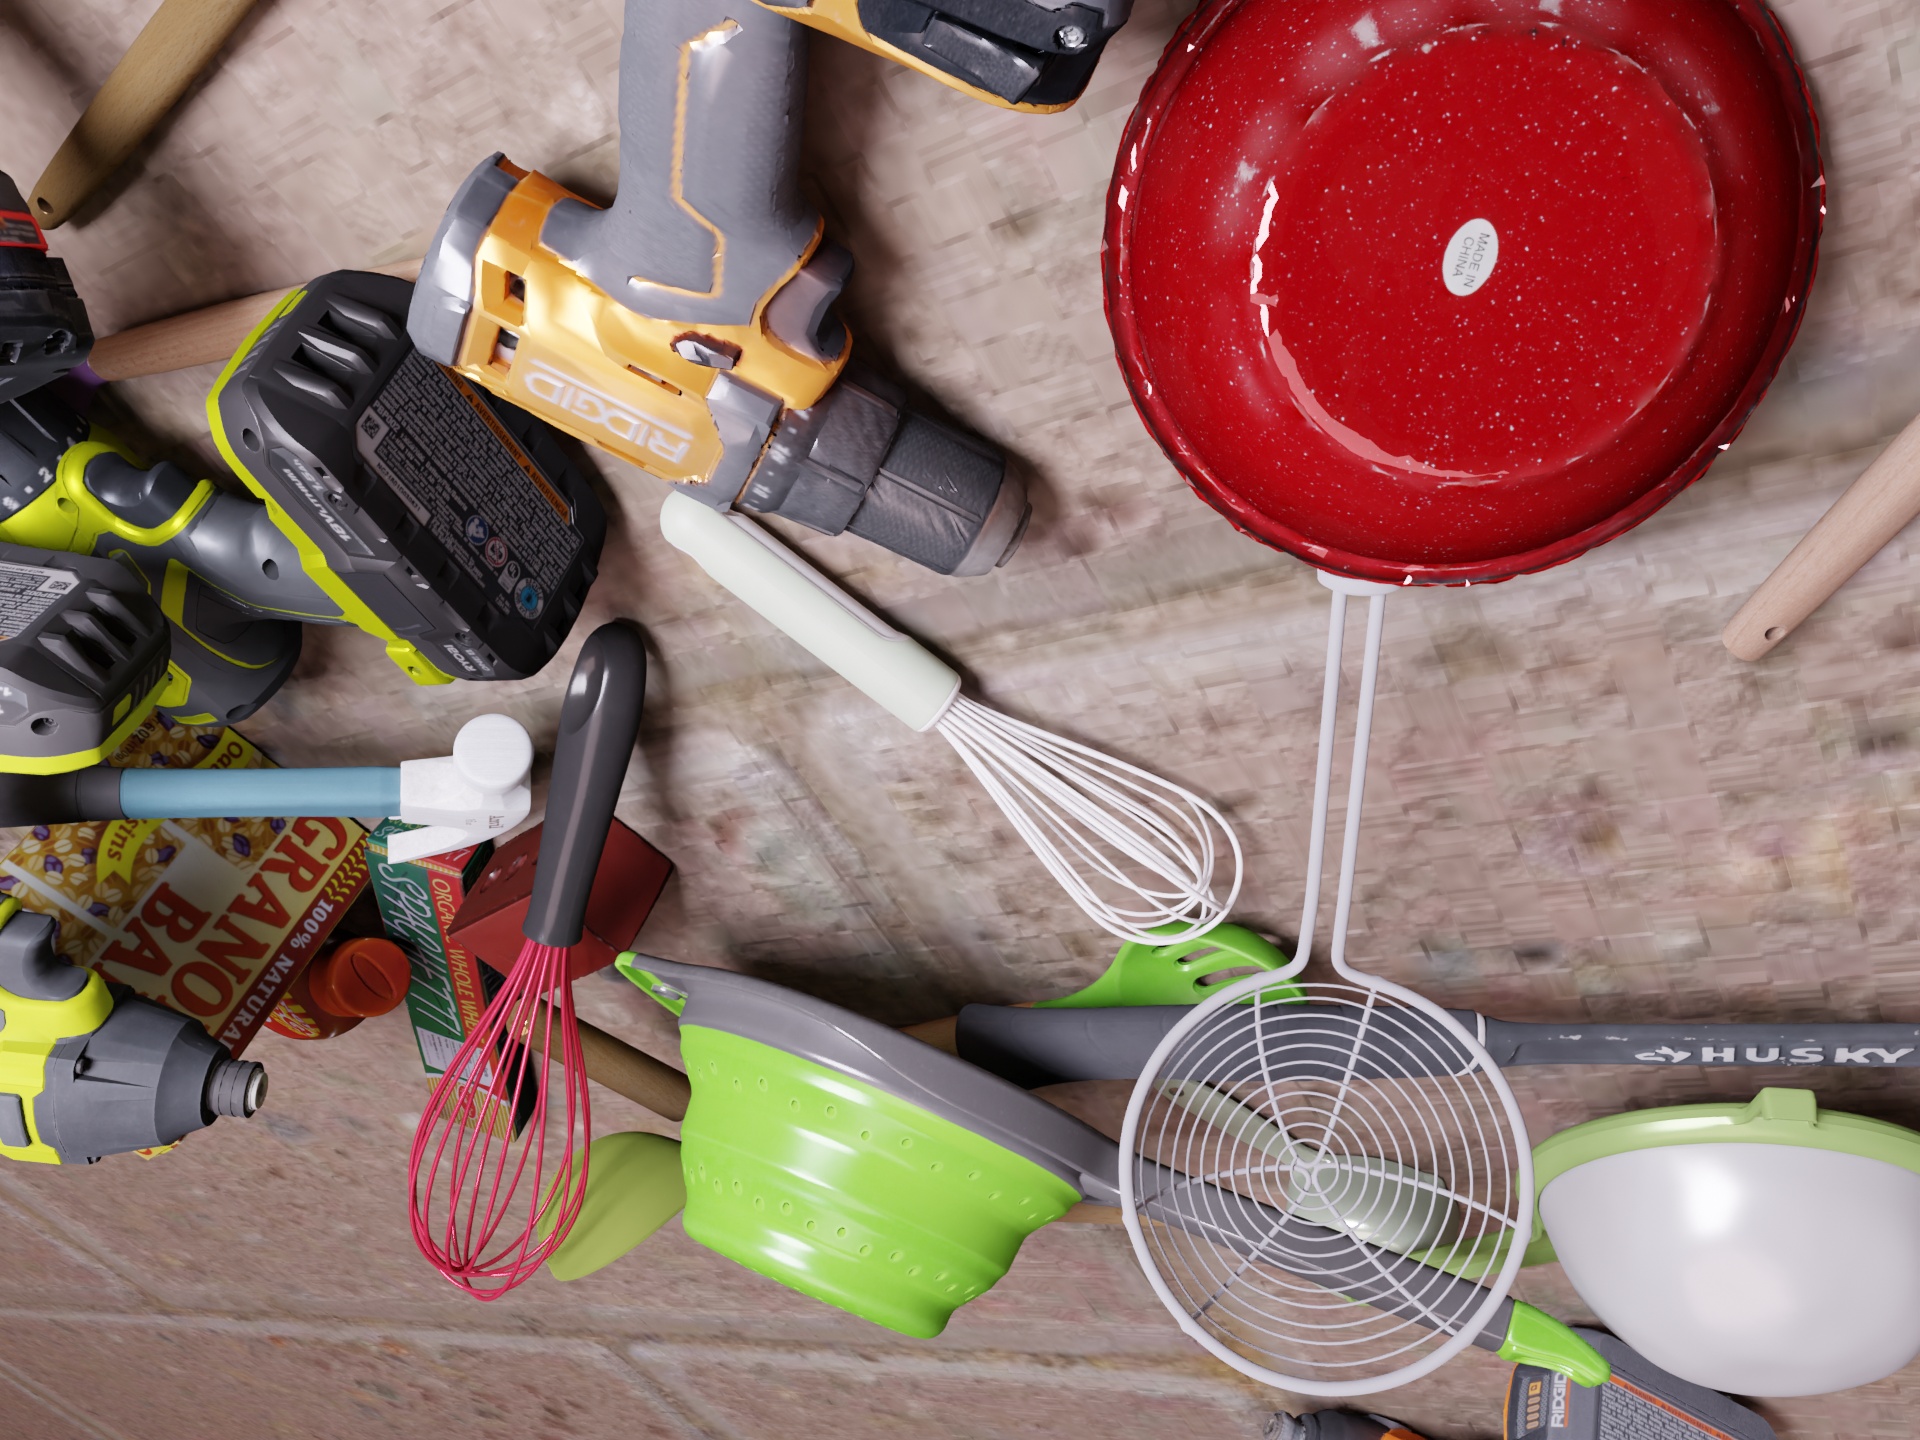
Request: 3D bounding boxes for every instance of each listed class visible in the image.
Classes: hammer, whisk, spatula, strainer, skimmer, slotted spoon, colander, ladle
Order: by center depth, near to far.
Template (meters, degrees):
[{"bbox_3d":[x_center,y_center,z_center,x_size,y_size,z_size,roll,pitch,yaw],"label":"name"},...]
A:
[{"bbox_3d":[-0.189,-0.209,0.430,0.315,0.031,0.069,-20,121,39],"label":"ladle"},{"bbox_3d":[0.109,0.028,0.436,0.127,0.090,0.363,1,119,6],"label":"skimmer"},{"bbox_3d":[0.193,0.110,0.545,0.409,0.036,0.149,-4,142,21],"label":"hammer"},{"bbox_3d":[-0.001,-0.002,0.552,0.246,0.058,0.059,37,101,-11],"label":"whisk"},{"bbox_3d":[-0.280,-0.128,0.555,0.316,0.018,0.059,-4,144,27],"label":"spatula"},{"bbox_3d":[0.241,0.213,0.585,0.151,0.069,0.256,30,140,-24],"label":"strainer"},{"bbox_3d":[0.032,0.203,0.605,0.397,0.094,0.204,17,159,19],"label":"colander"},{"bbox_3d":[-0.338,0.028,0.615,0.331,0.033,0.128,1,163,-16],"label":"hammer"},{"bbox_3d":[-0.165,0.101,0.628,0.073,0.073,0.295,18,105,5],"label":"whisk"},{"bbox_3d":[0.015,0.132,0.690,0.314,0.031,0.070,-22,125,40],"label":"slotted spoon"},{"bbox_3d":[-0.029,0.229,0.729,0.320,0.078,0.062,6,93,-9],"label":"ladle"},{"bbox_3d":[-0.119,0.194,0.764,0.047,0.051,0.244,-10,141,42],"label":"whisk"}]

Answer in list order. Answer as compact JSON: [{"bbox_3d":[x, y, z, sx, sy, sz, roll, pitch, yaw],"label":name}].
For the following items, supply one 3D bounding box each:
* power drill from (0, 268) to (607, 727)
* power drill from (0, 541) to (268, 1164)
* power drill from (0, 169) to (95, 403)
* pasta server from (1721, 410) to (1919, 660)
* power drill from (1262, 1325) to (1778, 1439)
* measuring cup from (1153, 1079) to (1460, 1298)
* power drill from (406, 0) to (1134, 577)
[{"bbox_3d":[-0.255,-0.078,0.537,0.228,0.080,0.190,-2,141,29],"label":"power drill"},{"bbox_3d":[-0.330,0.055,0.540,0.171,0.080,0.223,8,121,-4],"label":"power drill"},{"bbox_3d":[-0.336,-0.186,0.428,0.143,0.078,0.219,-12,99,28],"label":"power drill"},{"bbox_3d":[0.264,-0.111,0.331,0.060,0.040,0.316,15,139,-8],"label":"pasta server"},{"bbox_3d":[0.266,0.374,0.792,0.164,0.084,0.226,29,141,-6],"label":"power drill"},{"bbox_3d":[0.146,0.207,0.700,0.167,0.038,0.083,34,136,-15],"label":"measuring cup"},{"bbox_3d":[-0.031,-0.132,0.405,0.185,0.084,0.226,26,142,-13],"label":"power drill"}]
